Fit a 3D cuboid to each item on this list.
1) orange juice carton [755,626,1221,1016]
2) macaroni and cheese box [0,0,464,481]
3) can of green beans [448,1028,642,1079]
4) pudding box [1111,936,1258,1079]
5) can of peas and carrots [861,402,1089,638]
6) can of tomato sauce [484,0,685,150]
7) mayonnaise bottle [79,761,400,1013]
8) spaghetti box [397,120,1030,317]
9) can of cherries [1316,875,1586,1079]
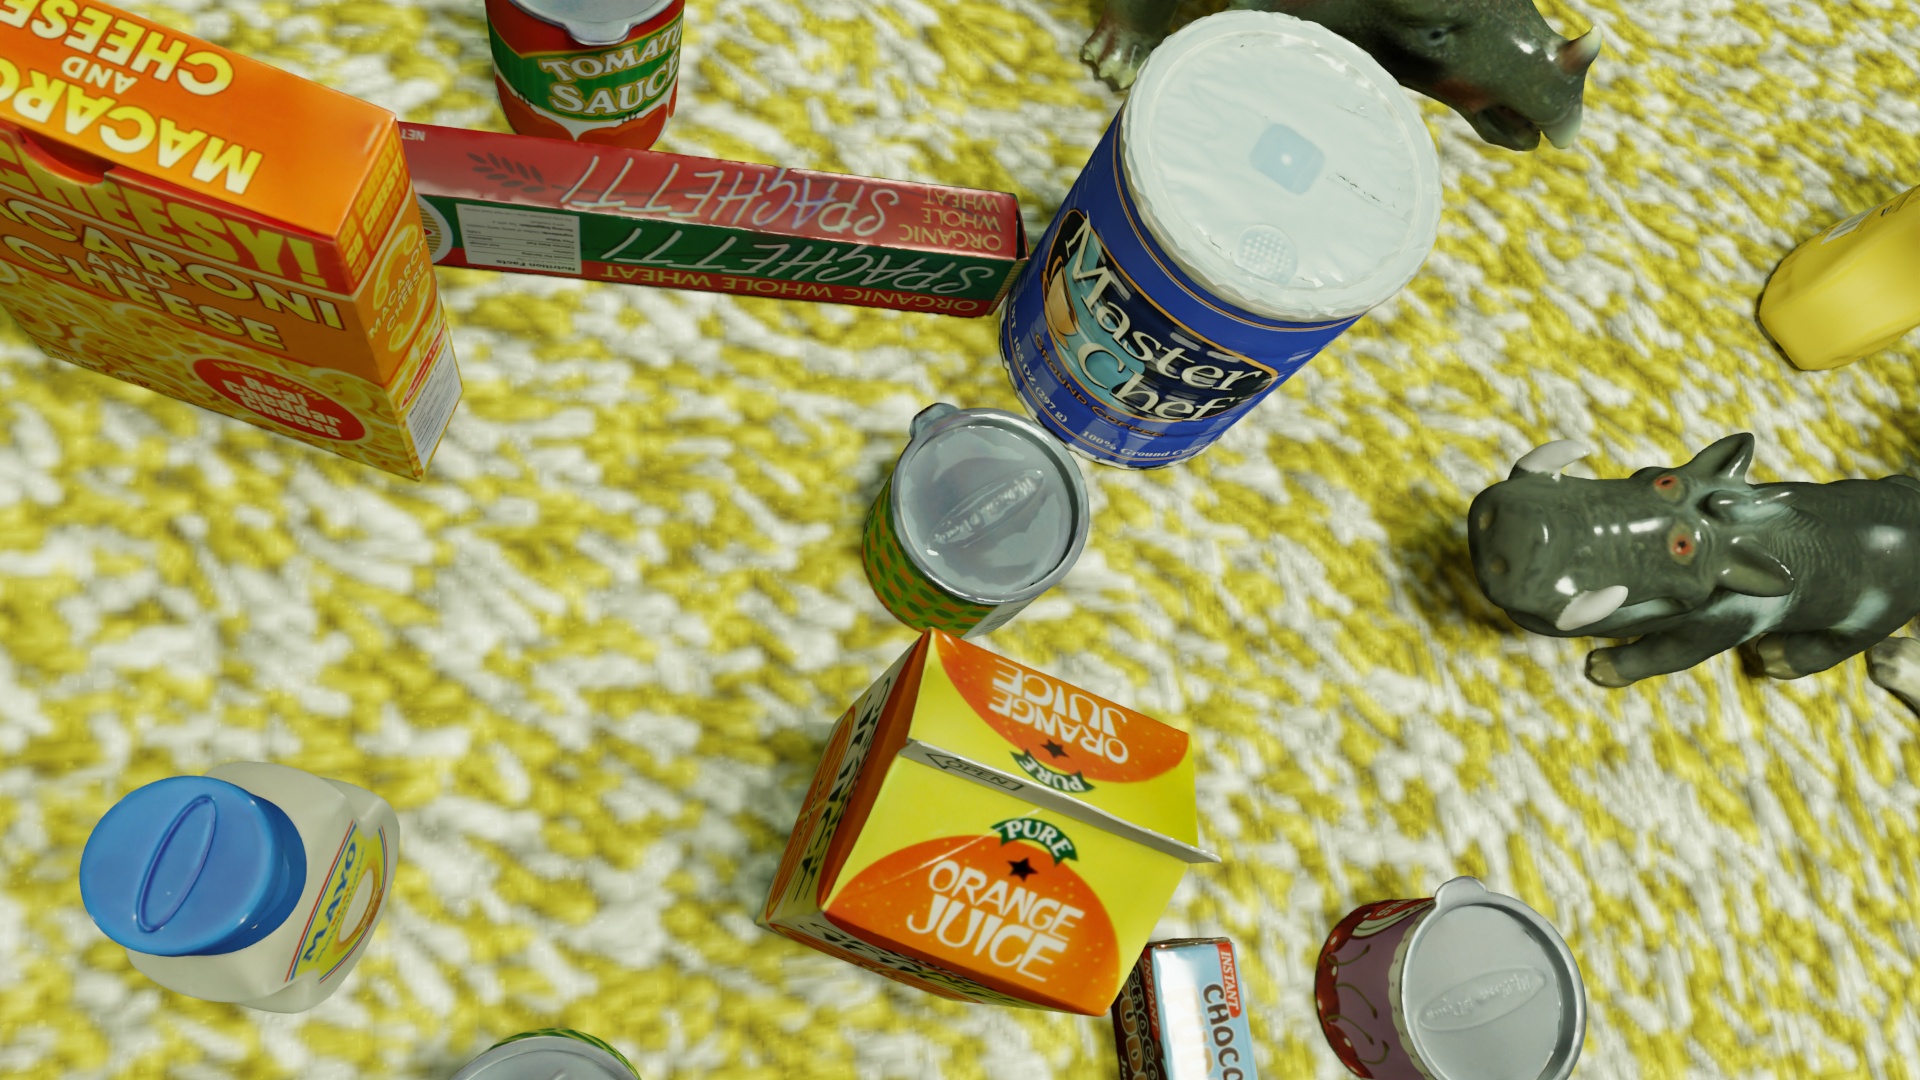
[{"bbox_3d":[0.000,0.079,0.372,0.072,0.192,0.073,23,69,-7],"label":"orange juice carton"},{"bbox_3d":[-0.210,-0.078,0.380,0.124,0.166,0.040,19,70,-8],"label":"macaroni and cheese box"},{"bbox_3d":[-0.117,0.171,0.385,0.071,0.057,0.071,4,73,-13],"label":"can of green beans"},{"bbox_3d":[0.072,0.170,0.439,0.030,0.049,0.084,-2,74,-15],"label":"pudding box"},{"bbox_3d":[0.002,-0.006,0.470,0.071,0.058,0.071,4,73,-13],"label":"can of peas and carrots"},{"bbox_3d":[-0.128,-0.177,0.477,0.071,0.083,0.071,4,73,-13],"label":"can of tomato sauce"},{"bbox_3d":[-0.175,0.086,0.348,0.041,0.147,0.065,19,70,-8],"label":"mayonnaise bottle"},{"bbox_3d":[-0.102,-0.110,0.481,0.250,0.050,0.029,3,73,-14],"label":"spaghetti box"},{"bbox_3d":[0.161,0.150,0.464,0.071,0.058,0.071,4,73,-13],"label":"can of cherries"}]
